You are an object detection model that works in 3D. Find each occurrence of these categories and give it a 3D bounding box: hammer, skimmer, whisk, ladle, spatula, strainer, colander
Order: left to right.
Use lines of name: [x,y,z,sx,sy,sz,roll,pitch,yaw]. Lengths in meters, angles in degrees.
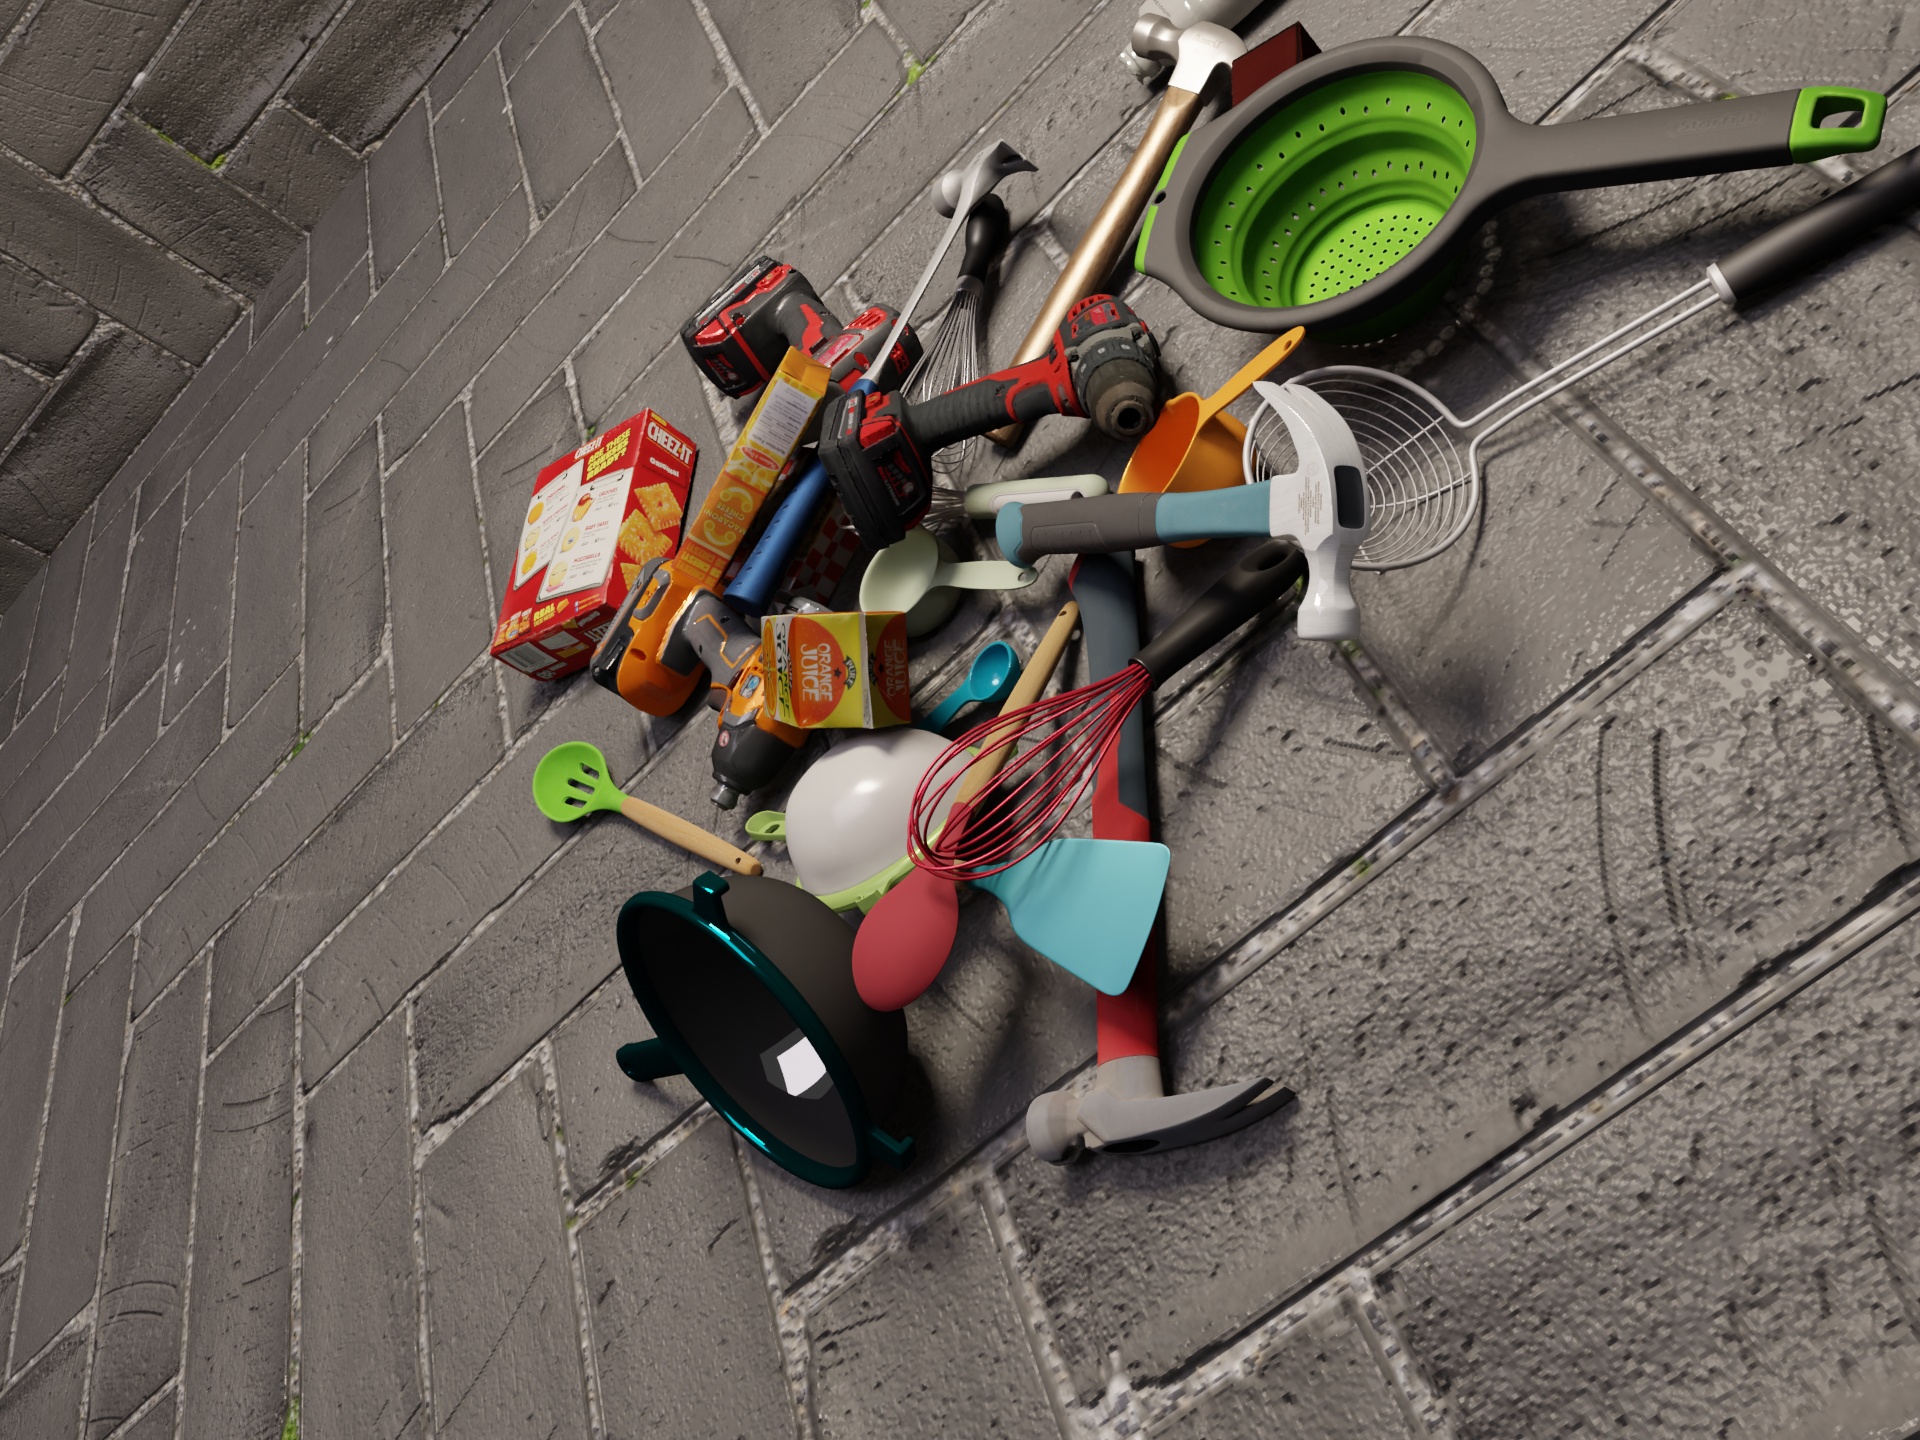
strainer: [-0.131,0.182,0.997,0.095,0.211,0.340,-38,5,-31]
strainer: [-0.088,0.050,1.035,0.151,0.069,0.256,-47,22,-28]
hammer: [-0.062,-0.257,1.172,0.405,0.035,0.144,-63,22,-12]
whisk: [-0.001,-0.306,1.220,0.070,0.070,0.285,-15,50,39]
whisk: [0.004,-0.154,1.126,0.246,0.057,0.059,3,37,42]
spatula: [0.004,0.097,0.938,0.317,0.044,0.082,-1,66,61]
ladle: [0.014,0.035,0.931,0.069,0.031,0.316,-8,39,38]
hammer: [0.106,-0.345,1.139,0.130,0.031,0.331,32,94,33]
whisk: [0.086,-0.014,0.879,0.296,0.073,0.073,-38,37,-16]
hammer: [0.104,0.047,0.899,0.143,0.038,0.387,-22,51,33]
hammer: [0.109,-0.111,0.891,0.331,0.033,0.128,8,97,63]
colander: [0.293,-0.283,0.887,0.397,0.094,0.204,7,70,39]
skimmer: [0.317,-0.194,0.798,0.363,0.090,0.127,-30,67,27]

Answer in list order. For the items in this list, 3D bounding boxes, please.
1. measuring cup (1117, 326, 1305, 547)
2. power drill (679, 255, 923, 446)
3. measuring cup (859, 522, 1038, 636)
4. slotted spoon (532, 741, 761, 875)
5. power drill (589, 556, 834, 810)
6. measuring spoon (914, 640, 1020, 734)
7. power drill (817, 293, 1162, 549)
measuring cup: [0.160,-0.166,0.932,0.173,0.052,0.095,-39,30,49]
power drill: [-0.139,-0.301,1.326,0.143,0.078,0.220,-44,42,-7]
measuring cup: [0.000,-0.092,1.096,0.168,0.038,0.083,5,69,45]
slotted spoon: [-0.247,0.076,1.244,0.314,0.031,0.070,17,78,47]
power drill: [-0.189,-0.031,1.214,0.227,0.084,0.164,23,82,46]
measuring spoon: [-0.002,-0.003,1.060,0.128,0.021,0.042,-43,38,30]
power drill: [0.025,-0.195,1.038,0.226,0.080,0.188,-22,28,10]
